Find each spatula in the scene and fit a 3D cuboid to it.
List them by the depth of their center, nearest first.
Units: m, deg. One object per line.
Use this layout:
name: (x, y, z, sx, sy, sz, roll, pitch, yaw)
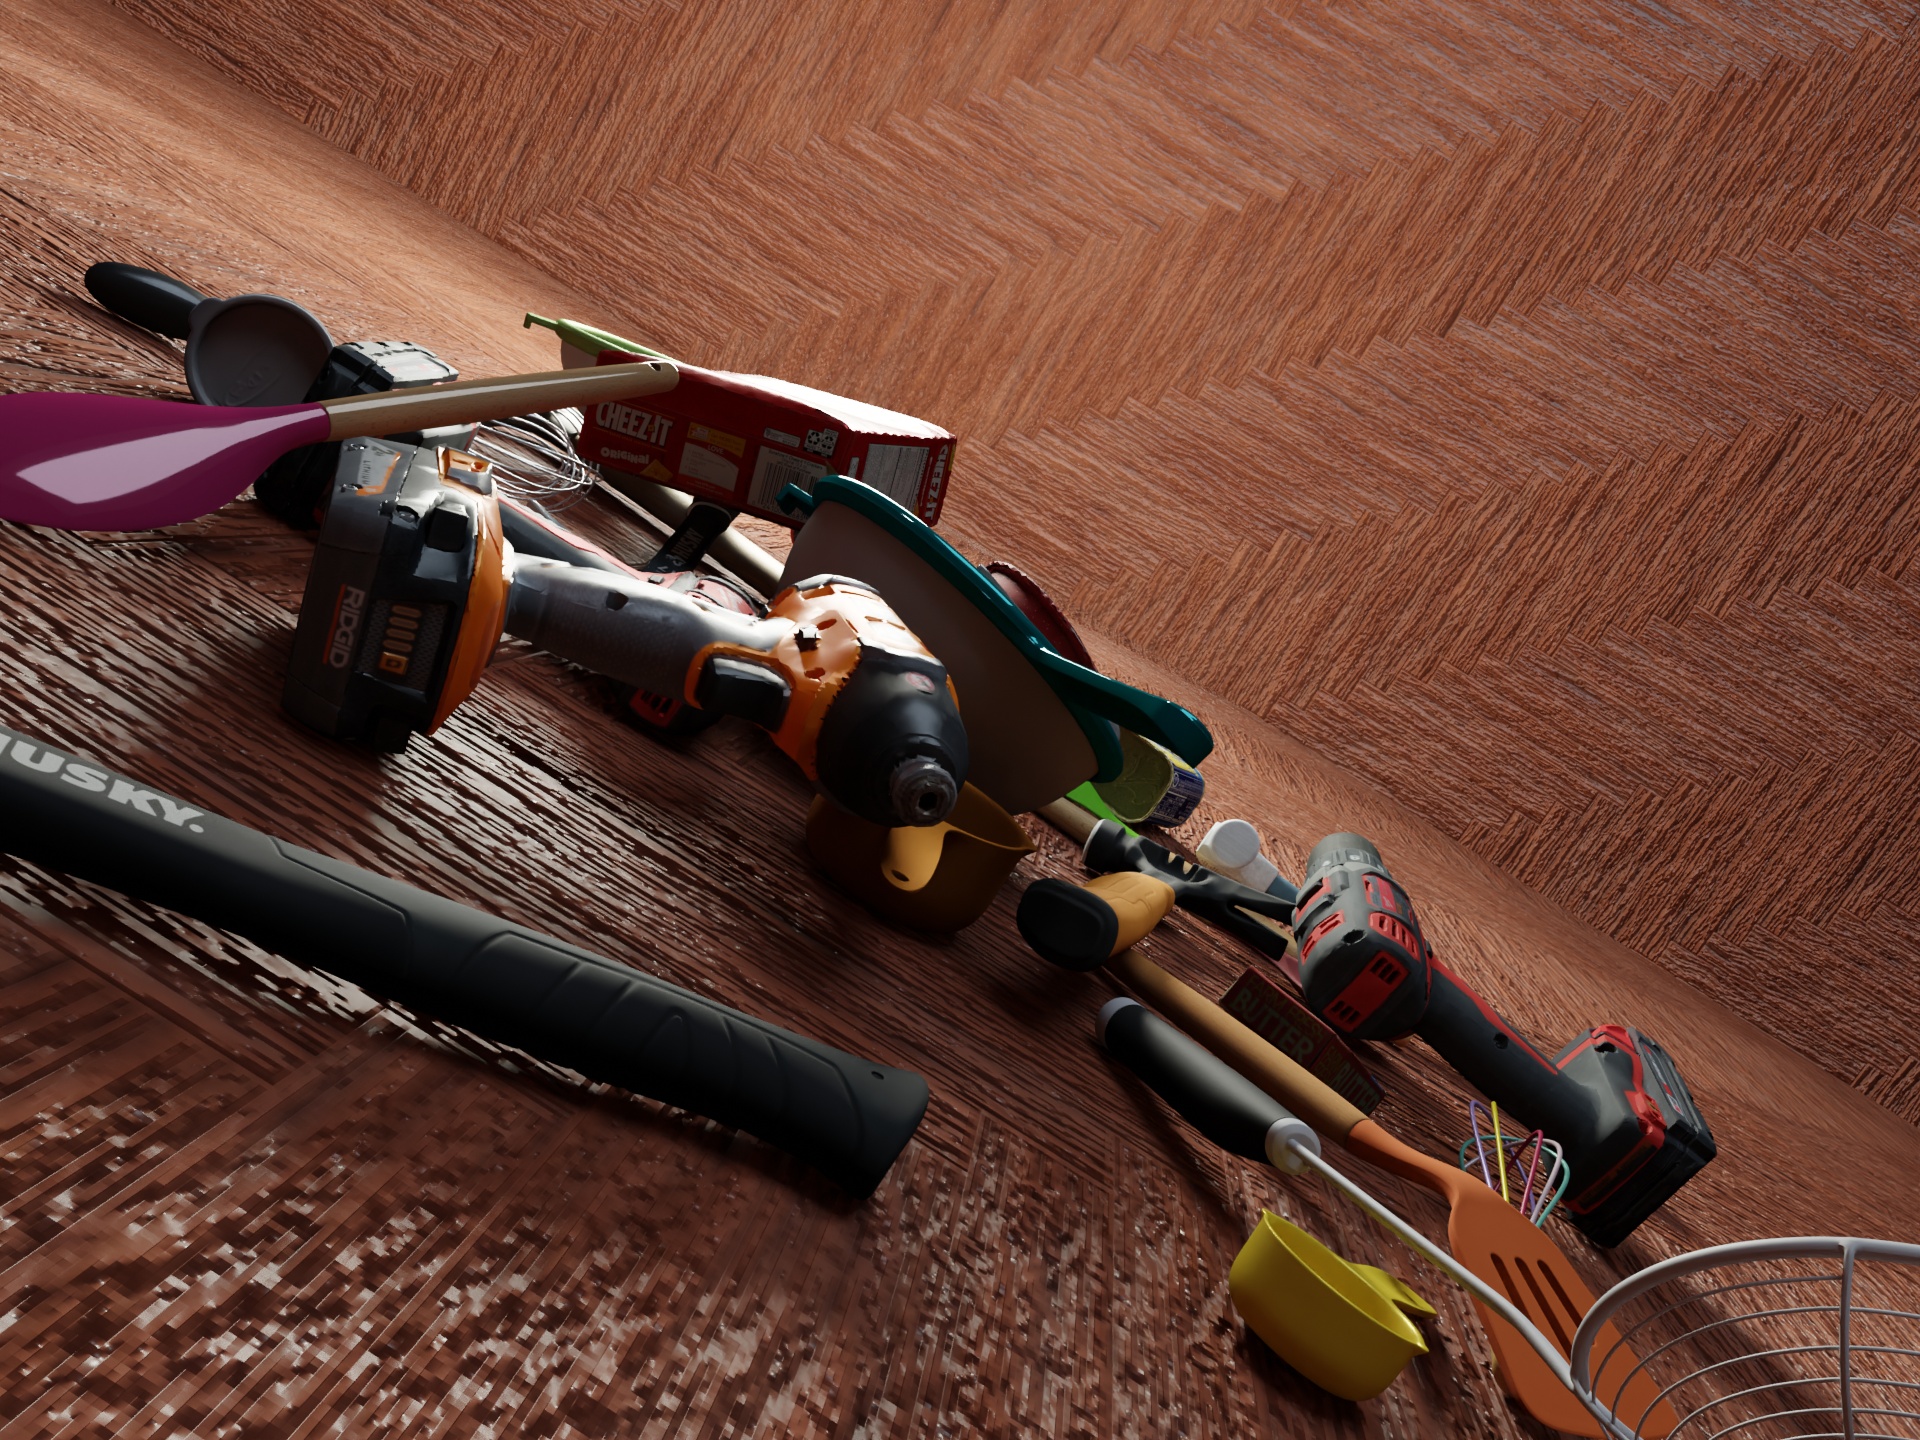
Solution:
spatula: (0.137, 0.160, 0.627, 0.081, 0.041, 0.323, 18, 7, -32)

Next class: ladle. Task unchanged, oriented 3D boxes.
ladle: (0.133, 0.103, 0.957, 0.315, 0.031, 0.069, 33, 14, 19)

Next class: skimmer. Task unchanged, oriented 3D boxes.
skimmer: (0.160, 0.139, 0.494, 0.127, 0.090, 0.363, 51, -11, -24)

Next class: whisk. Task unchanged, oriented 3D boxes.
whisk: (0.230, 0.216, 0.659, 0.051, 0.047, 0.245, 22, 11, 14)
whisk: (-0.332, -0.186, 0.884, 0.284, 0.070, 0.070, 20, 14, -30)

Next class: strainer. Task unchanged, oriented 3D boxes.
strainer: (-0.001, -0.002, 0.738, 0.210, 0.095, 0.341, 48, -8, -24)
strainer: (-0.210, -0.229, 1.187, 0.151, 0.069, 0.256, 26, 10, 17)

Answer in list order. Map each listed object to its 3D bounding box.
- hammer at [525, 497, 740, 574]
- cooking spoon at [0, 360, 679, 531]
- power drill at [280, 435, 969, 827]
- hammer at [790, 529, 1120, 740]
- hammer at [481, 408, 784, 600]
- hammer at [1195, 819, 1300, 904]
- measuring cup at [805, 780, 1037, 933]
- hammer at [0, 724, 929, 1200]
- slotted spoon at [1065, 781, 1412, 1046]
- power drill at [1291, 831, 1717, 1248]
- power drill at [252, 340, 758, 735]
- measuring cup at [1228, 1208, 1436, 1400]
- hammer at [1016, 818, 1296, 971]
hammer: (-0.167, -0.125, 1.005, 0.149, 0.036, 0.409, 28, 17, -9)
cooking spoon: (-0.228, -0.120, 0.622, 0.069, 0.017, 0.319, 48, 37, 14)
power drill: (-0.106, -0.021, 0.550, 0.226, 0.084, 0.164, 14, 16, -23)
hammer: (-0.038, -0.088, 1.025, 0.143, 0.038, 0.387, 48, -6, -33)
hammer: (-0.158, -0.115, 1.113, 0.411, 0.038, 0.146, 35, 12, 19)
hammer: (0.288, 0.173, 1.001, 0.331, 0.033, 0.128, 37, -6, 7)
measuring cup: (-0.025, 0.057, 0.622, 0.095, 0.052, 0.174, 31, 12, -1)
hammer: (-0.149, 0.041, 0.366, 0.334, 0.035, 0.146, 27, 11, -25)
slotted spoon: (0.150, 0.104, 1.005, 0.314, 0.031, 0.070, 36, 7, 16)
power drill: (0.274, 0.154, 0.855, 0.226, 0.080, 0.188, 37, 19, -2)
power drill: (-0.190, -0.079, 0.728, 0.219, 0.078, 0.143, 34, 10, -9)
measuring cup: (0.128, 0.194, 0.517, 0.062, 0.029, 0.156, 37, -1, 34)
hammer: (0.092, 0.090, 0.766, 0.127, 0.034, 0.336, 25, 4, 15)
